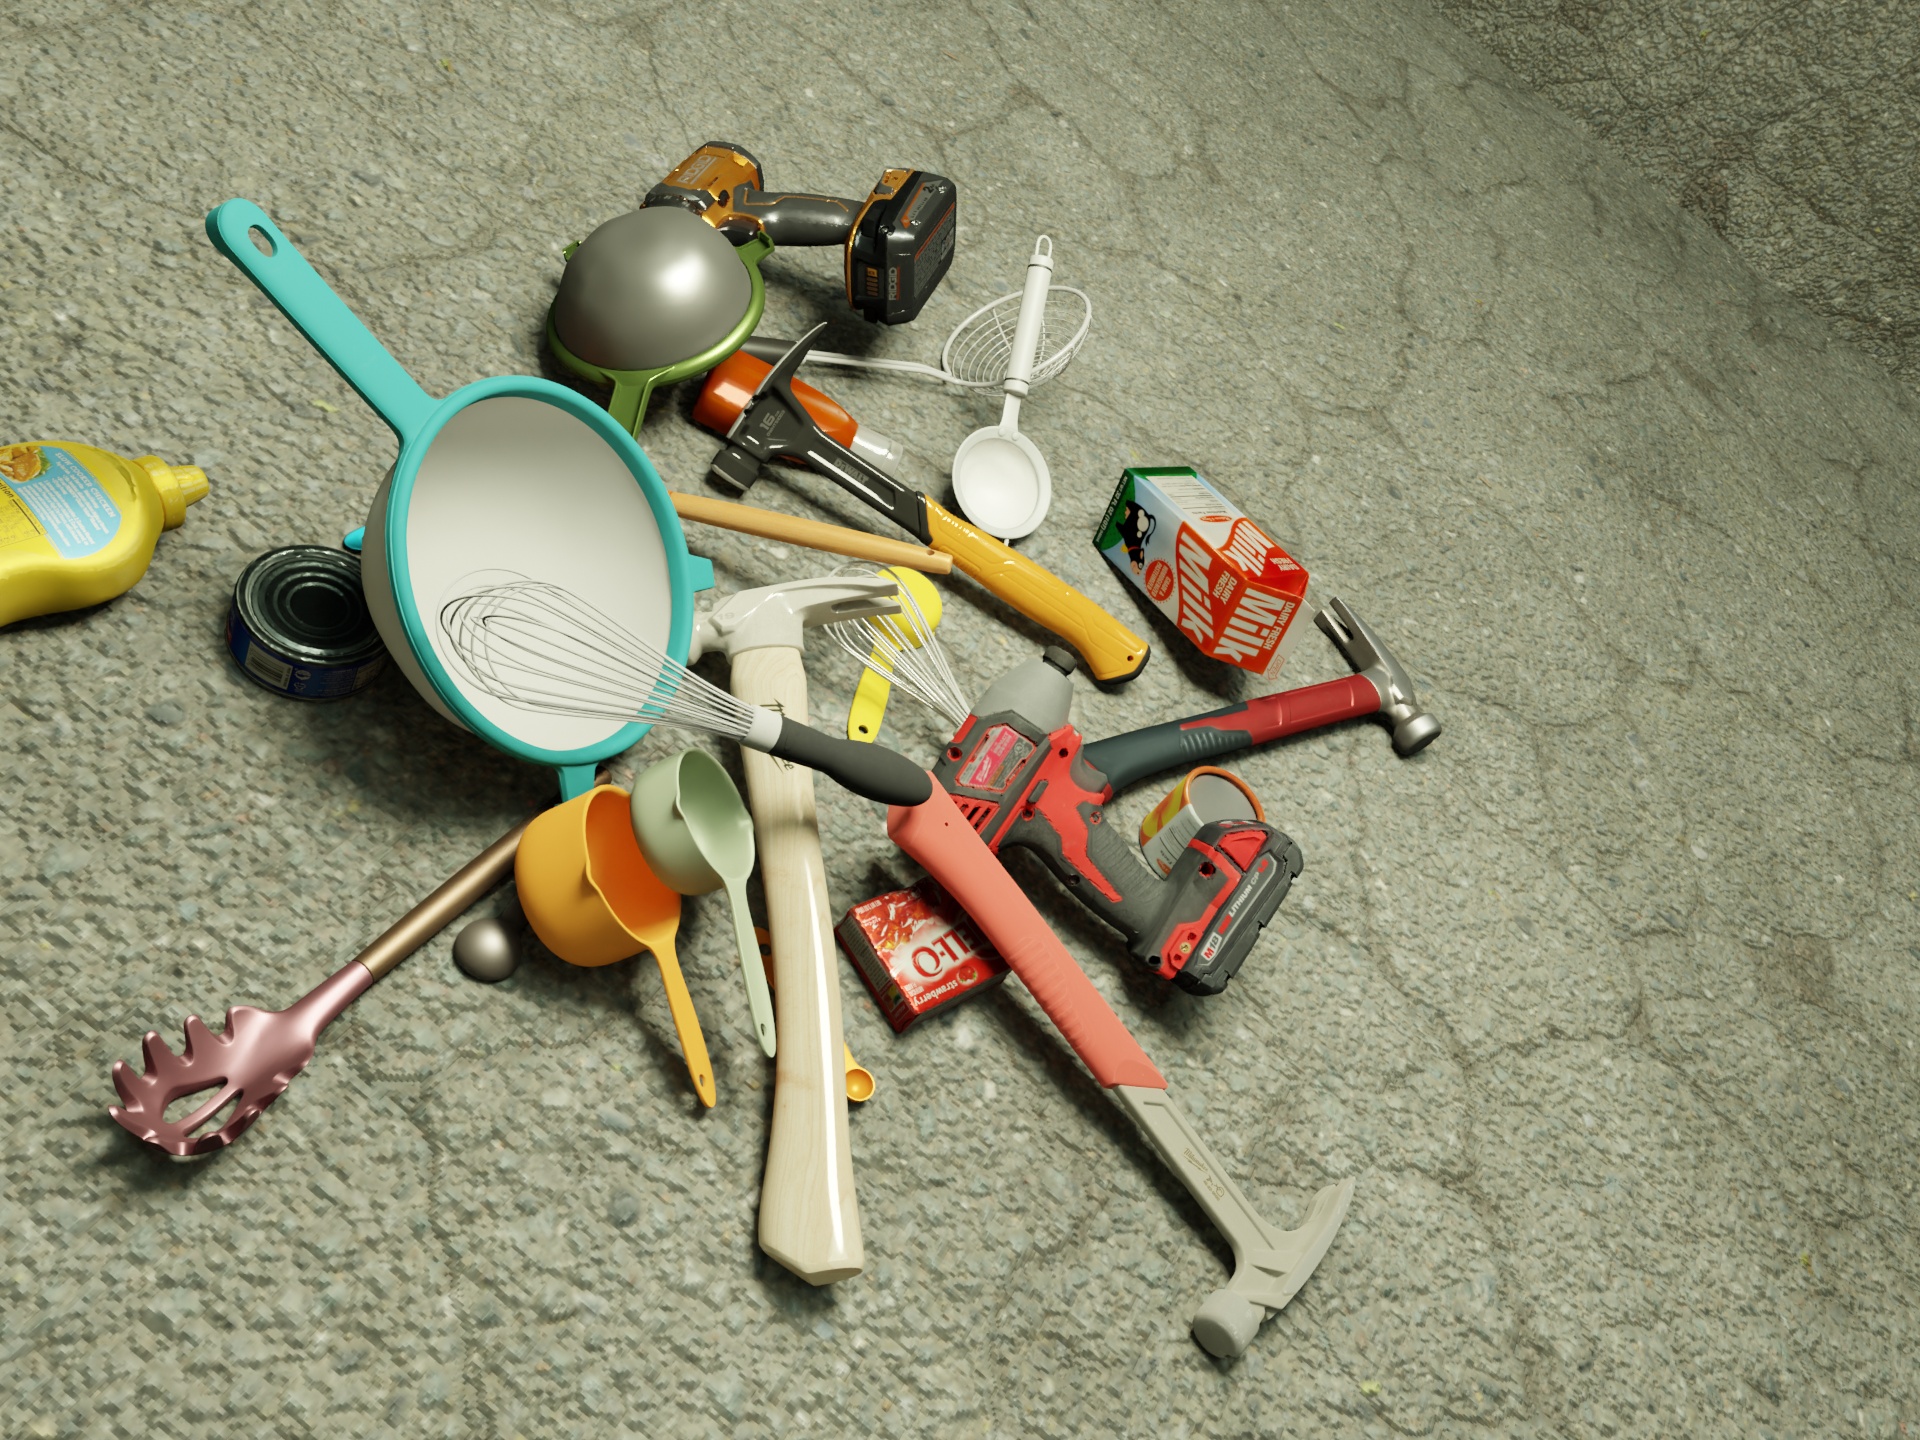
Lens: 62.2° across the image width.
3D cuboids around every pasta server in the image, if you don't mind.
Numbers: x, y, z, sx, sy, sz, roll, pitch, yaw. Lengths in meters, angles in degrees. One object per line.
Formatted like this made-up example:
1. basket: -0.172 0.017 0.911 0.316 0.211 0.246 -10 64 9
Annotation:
1. pasta server: -0.273 0.103 0.780 0.060 0.040 0.316 32 41 10

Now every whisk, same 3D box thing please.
1. whisk: -0.002 -0.003 1.027 0.059 0.058 0.246 -41 92 -2
2. whisk: -0.132 -0.005 0.820 0.284 0.070 0.070 23 45 -28

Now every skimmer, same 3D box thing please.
1. skimmer: -0.065 -0.304 1.217 0.363 0.090 0.127 -3 29 -32

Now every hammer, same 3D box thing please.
1. hammer: 0.084 0.177 0.920 0.359 0.036 0.149 53 45 4
2. hammer: -0.082 0.095 0.877 0.146 0.038 0.411 -9 59 -1
3. hammer: 0.203 -0.009 1.183 0.386 0.038 0.143 -12 61 -39
4. hammer: -0.002 -0.136 1.120 0.336 0.127 0.034 34 3 -12

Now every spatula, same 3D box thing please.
1. spatula: -0.162 -0.140 1.015 0.322 0.041 0.081 13 45 3

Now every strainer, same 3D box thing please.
1. strainer: -0.282 -0.117 0.837 0.340 0.095 0.211 53 43 -35
2. strainer: 0.040 -0.244 1.206 0.086 0.050 0.258 14 85 -28
3. strainer: -0.213 -0.253 1.027 0.151 0.069 0.257 -1 53 7

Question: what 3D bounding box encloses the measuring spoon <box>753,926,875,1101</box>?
1. measuring spoon: -0.085 0.162 0.876 0.021 0.011 0.117 -22 65 -37

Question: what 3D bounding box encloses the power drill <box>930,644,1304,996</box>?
1. power drill: 0.092 0.061 0.984 0.219 0.078 0.143 33 87 -5

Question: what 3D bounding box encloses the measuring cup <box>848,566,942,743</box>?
1. measuring cup: -0.048 -0.044 1.054 0.062 0.029 0.157 25 45 -13

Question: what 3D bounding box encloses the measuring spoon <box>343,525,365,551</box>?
1. measuring spoon: -0.307 -0.114 0.959 0.128 0.021 0.042 -16 66 -31

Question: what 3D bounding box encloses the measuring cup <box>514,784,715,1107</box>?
1. measuring cup: -0.175 0.122 0.818 0.095 0.052 0.173 -11 82 -75

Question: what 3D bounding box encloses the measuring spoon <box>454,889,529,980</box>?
1. measuring spoon: -0.222 0.087 0.840 0.034 0.018 0.124 34 43 -4

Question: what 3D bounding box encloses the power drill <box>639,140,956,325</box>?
1. power drill: -0.134 -0.358 1.184 0.226 0.084 0.185 14 45 12

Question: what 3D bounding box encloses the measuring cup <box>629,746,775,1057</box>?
1. measuring cup: -0.132 0.097 0.829 0.083 0.038 0.168 25 47 -69
